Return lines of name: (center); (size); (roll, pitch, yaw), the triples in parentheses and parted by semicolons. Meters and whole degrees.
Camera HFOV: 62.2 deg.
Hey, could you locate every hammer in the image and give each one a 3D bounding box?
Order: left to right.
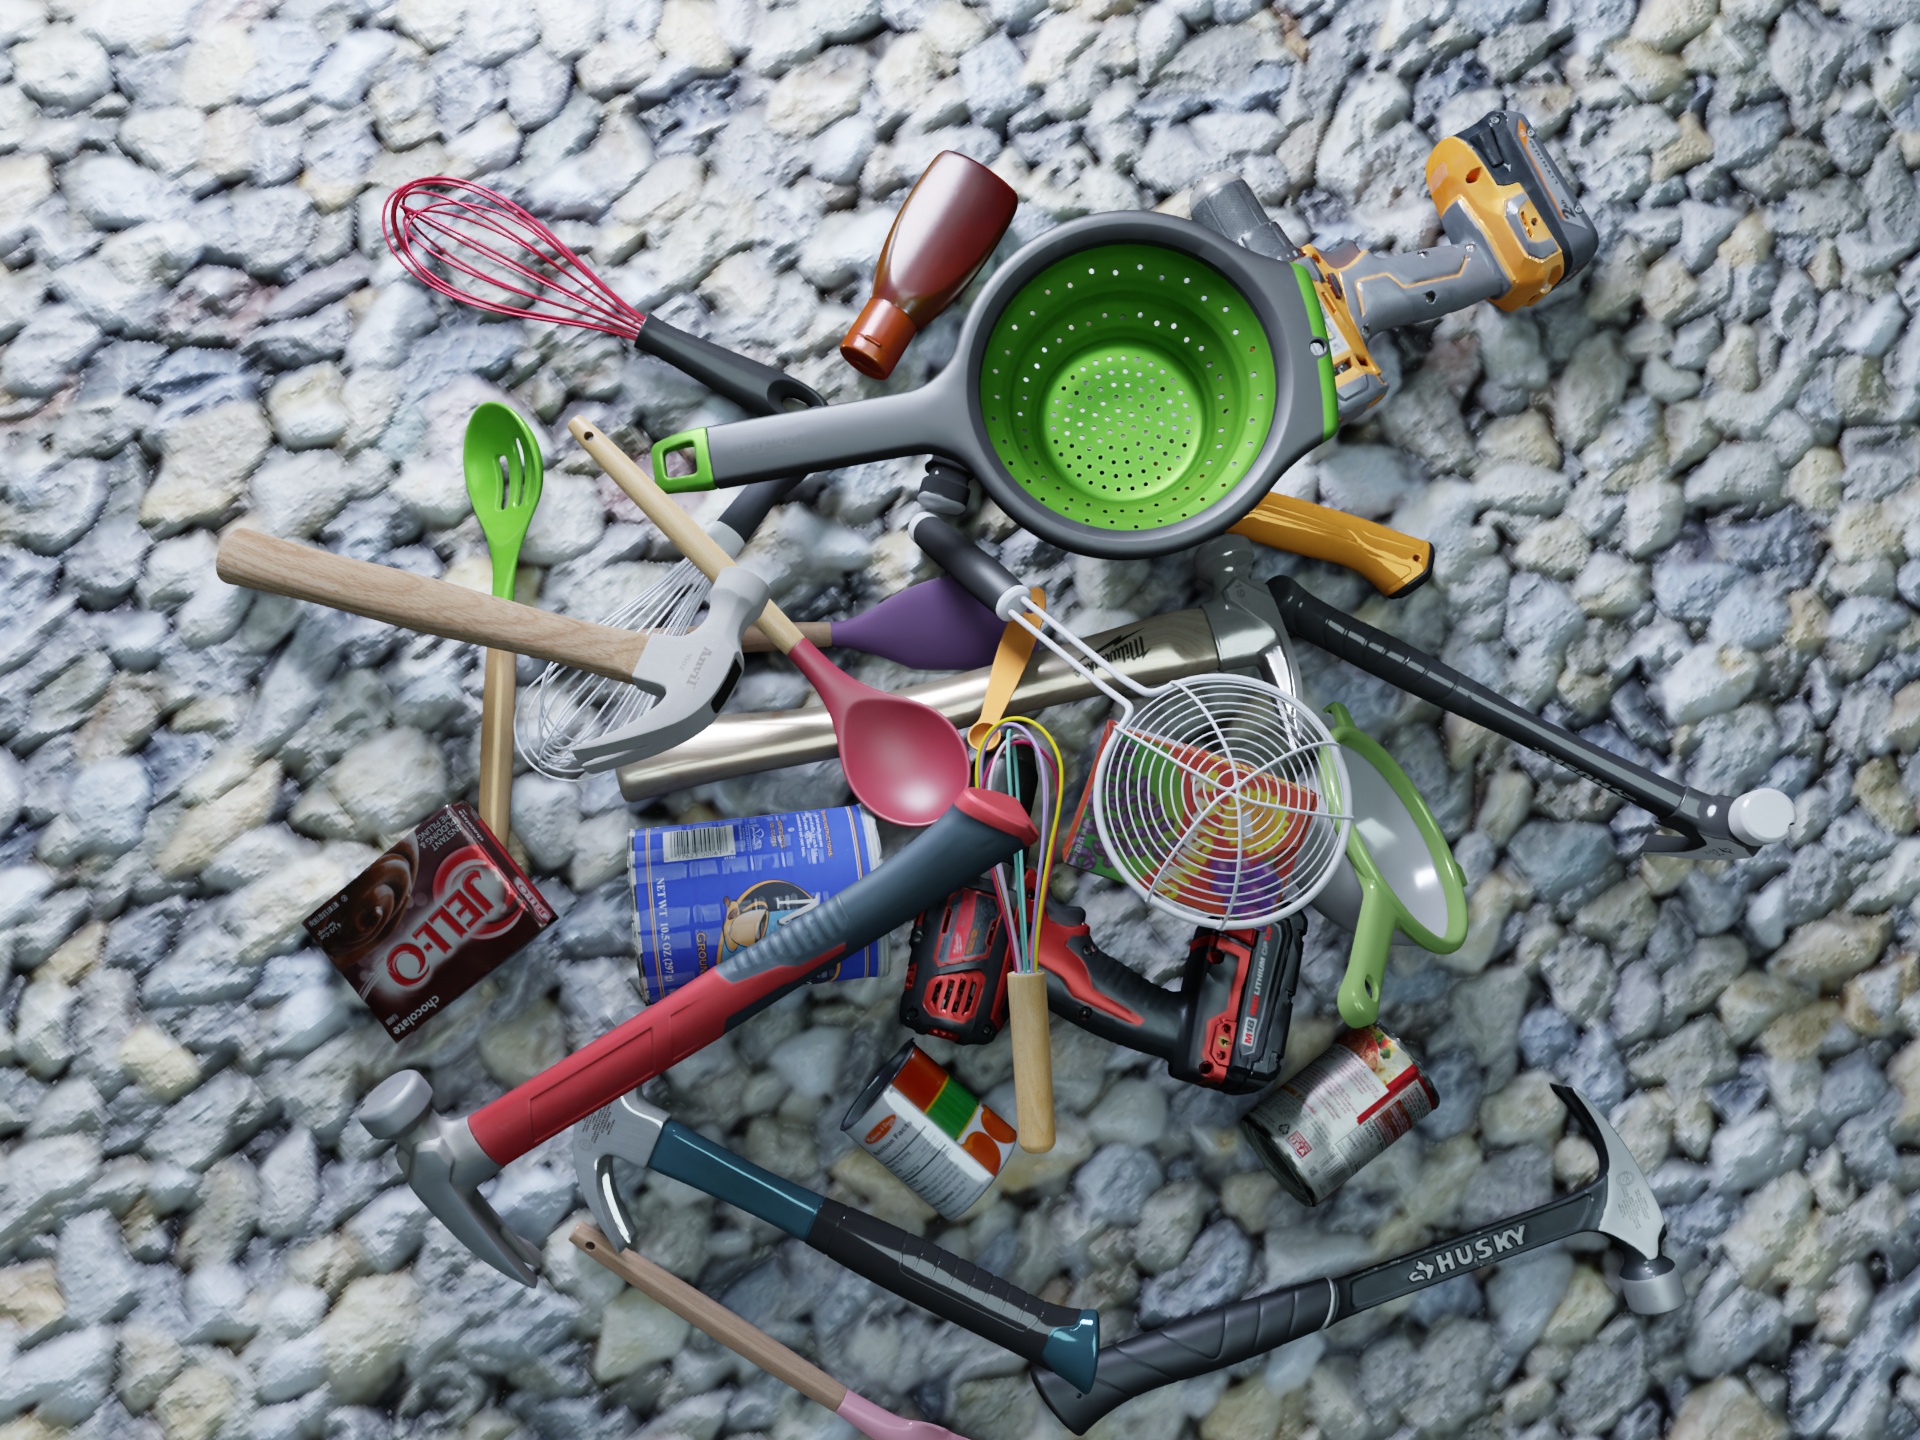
hammer: (-0.279, -0.057, 0.900); (0.331, 0.031, 0.130); (14, 65, 15)
hammer: (-0.122, 0.163, 0.862); (0.386, 0.038, 0.143); (-31, 111, 3)
hammer: (-0.070, 0.289, 0.906); (0.331, 0.033, 0.128); (24, 91, 7)
hammer: (-0.002, -0.003, 0.957); (0.410, 0.038, 0.146); (-13, 64, -3)
hammer: (0.148, -0.153, 1.028); (0.337, 0.034, 0.127); (16, 82, -6)
hammer: (0.240, 0.346, 0.974); (0.409, 0.036, 0.149); (-15, 84, -9)
hammer: (0.337, -0.003, 1.004); (0.335, 0.146, 0.035); (28, 83, 8)

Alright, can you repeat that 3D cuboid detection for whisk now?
whisk: (-0.214, -0.251, 0.981); (0.295, 0.073, 0.073); (25, 80, -10)
whisk: (-0.161, -0.081, 0.948); (0.070, 0.070, 0.285); (37, 74, -2)
whisk: (0.039, 0.120, 0.892); (0.047, 0.051, 0.245); (-4, 90, -6)

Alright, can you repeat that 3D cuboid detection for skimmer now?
skimmer: (0.071, -0.021, 0.889); (0.127, 0.364, 0.090); (-39, 130, -5)

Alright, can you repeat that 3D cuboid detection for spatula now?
spatula: (-0.106, -0.055, 0.986); (0.316, 0.018, 0.059); (-4, 100, -8)

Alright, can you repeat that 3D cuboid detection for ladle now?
ladle: (-0.114, -0.060, 0.914); (0.069, 0.031, 0.315); (-44, 89, -6)

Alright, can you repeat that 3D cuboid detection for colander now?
colander: (0.018, -0.177, 0.956); (0.397, 0.094, 0.204); (-9, 85, 2)

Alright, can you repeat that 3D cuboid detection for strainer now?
strainer: (0.226, 0.107, 0.931); (0.069, 0.256, 0.151); (-32, 101, 31)

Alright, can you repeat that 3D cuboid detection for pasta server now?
pasta server: (-0.093, 0.382, 0.922); (0.316, 0.040, 0.060); (33, 90, -1)

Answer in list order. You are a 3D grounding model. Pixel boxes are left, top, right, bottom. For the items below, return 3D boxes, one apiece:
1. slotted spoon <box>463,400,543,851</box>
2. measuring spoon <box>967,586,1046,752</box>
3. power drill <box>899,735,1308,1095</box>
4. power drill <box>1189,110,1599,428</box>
slotted spoon: (-0.277, -0.034, 0.953); (0.070, 0.031, 0.314); (-2, 85, 37)
measuring spoon: (0.030, -0.030, 0.944); (0.021, 0.011, 0.117); (12, 63, 17)
power drill: (0.087, 0.120, 0.963); (0.226, 0.080, 0.188); (15, 74, -2)
power drill: (0.276, -0.314, 1.046); (0.226, 0.084, 0.185); (-30, 86, -6)
